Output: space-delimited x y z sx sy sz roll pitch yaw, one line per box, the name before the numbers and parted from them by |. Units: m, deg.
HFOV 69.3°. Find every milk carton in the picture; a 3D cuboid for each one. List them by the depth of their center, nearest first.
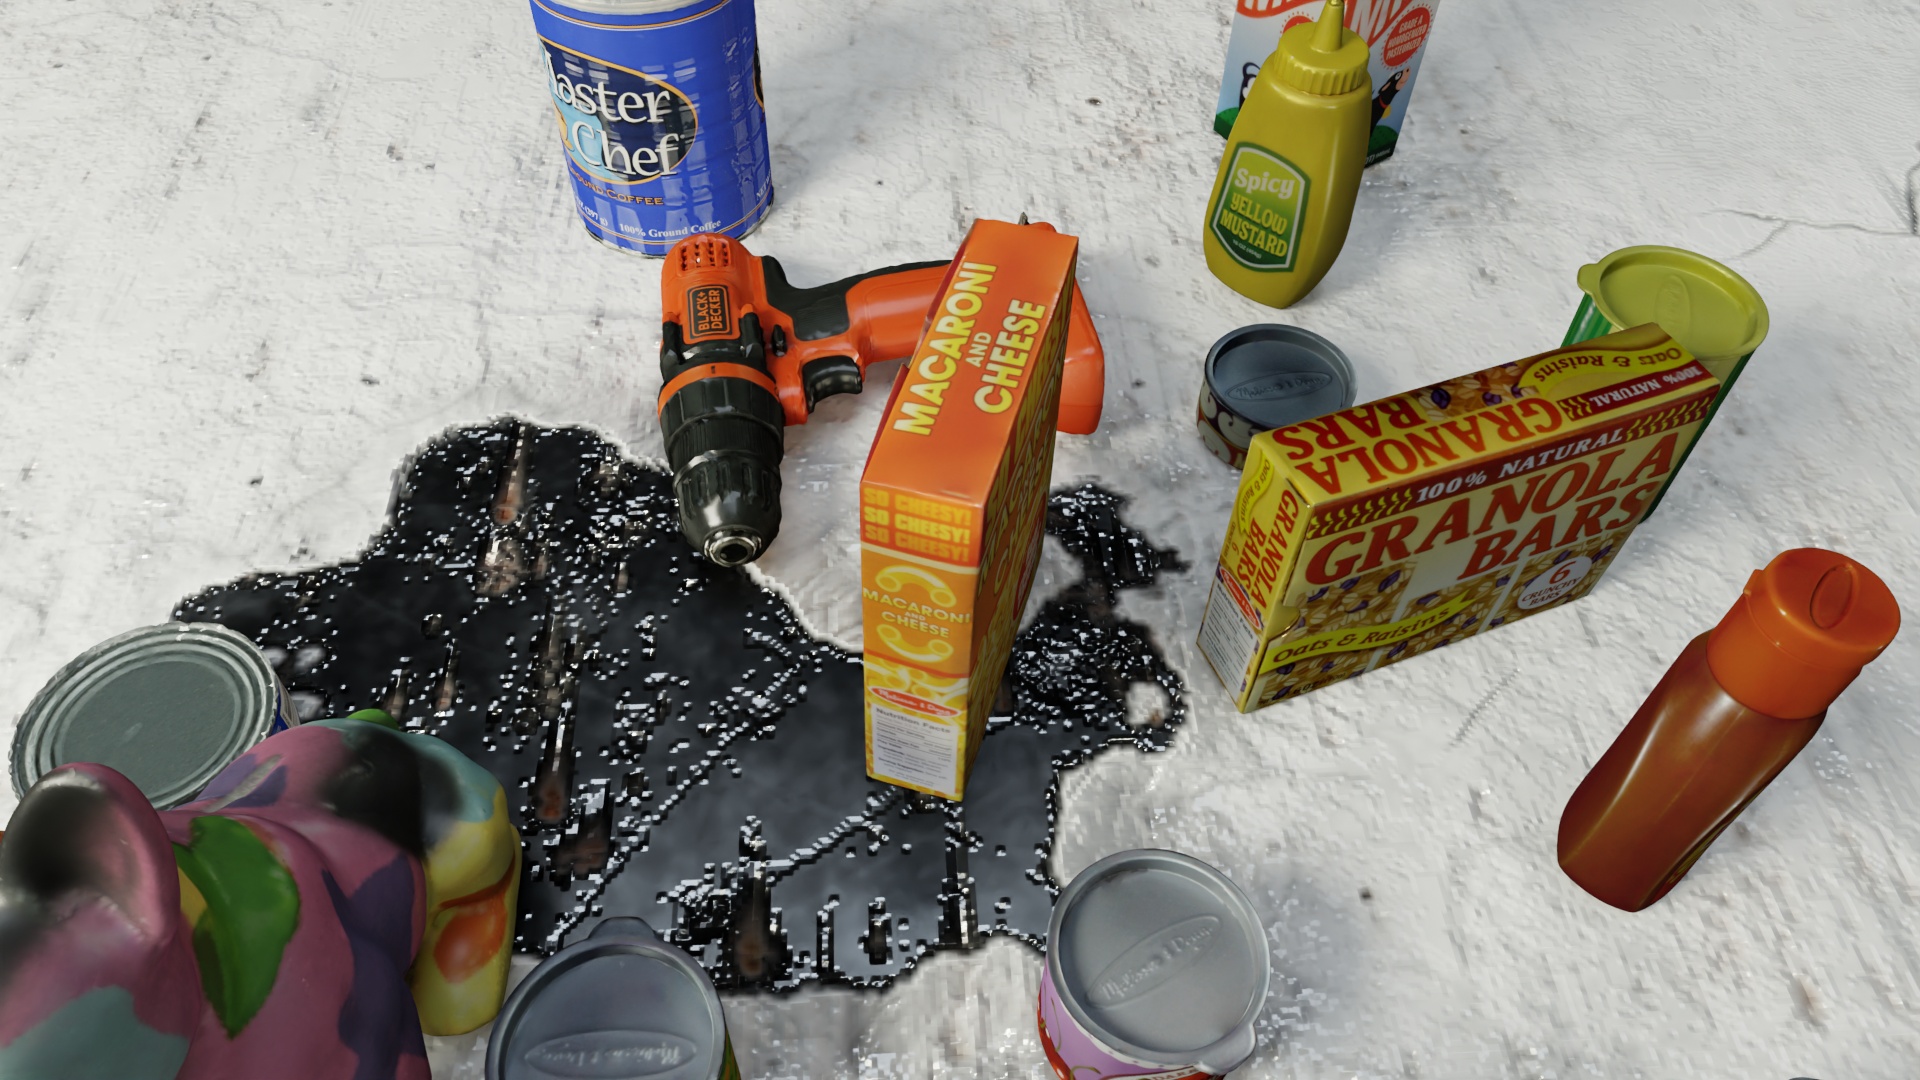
milk carton | 0.189 -0.276 0.690 0.072 0.189 0.073 -26 56 -21

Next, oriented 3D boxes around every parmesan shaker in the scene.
parmesan shaker | 0.273 -0.062 0.574 0.071 0.102 0.072 1 51 -1

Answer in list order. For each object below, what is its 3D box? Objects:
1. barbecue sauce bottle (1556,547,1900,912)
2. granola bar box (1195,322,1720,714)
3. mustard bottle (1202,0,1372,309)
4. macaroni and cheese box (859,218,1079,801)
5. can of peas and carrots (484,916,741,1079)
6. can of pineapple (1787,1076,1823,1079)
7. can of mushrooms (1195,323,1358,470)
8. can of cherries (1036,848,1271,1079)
barbecue sauce bottle | 0.240 0.061 0.443 0.044 0.147 0.065 33 57 22
granola bar box | 0.177 -0.006 0.511 0.166 0.123 0.039 -16 53 -15
mustard bottle | 0.152 -0.181 0.630 0.065 0.159 0.049 34 57 23
macaroni and cheese box | 0.002 -0.006 0.477 0.040 0.165 0.124 13 52 9
can of peas and carrots | -0.099 0.156 0.410 0.071 0.058 0.071 1 51 -1
can of pineapple | 0.235 0.197 0.390 0.071 0.057 0.071 1 51 -1
can of mushrooms | 0.139 -0.060 0.612 0.071 0.033 0.071 1 51 -1
can of cherries | 0.059 0.140 0.429 0.071 0.058 0.072 1 51 -1
